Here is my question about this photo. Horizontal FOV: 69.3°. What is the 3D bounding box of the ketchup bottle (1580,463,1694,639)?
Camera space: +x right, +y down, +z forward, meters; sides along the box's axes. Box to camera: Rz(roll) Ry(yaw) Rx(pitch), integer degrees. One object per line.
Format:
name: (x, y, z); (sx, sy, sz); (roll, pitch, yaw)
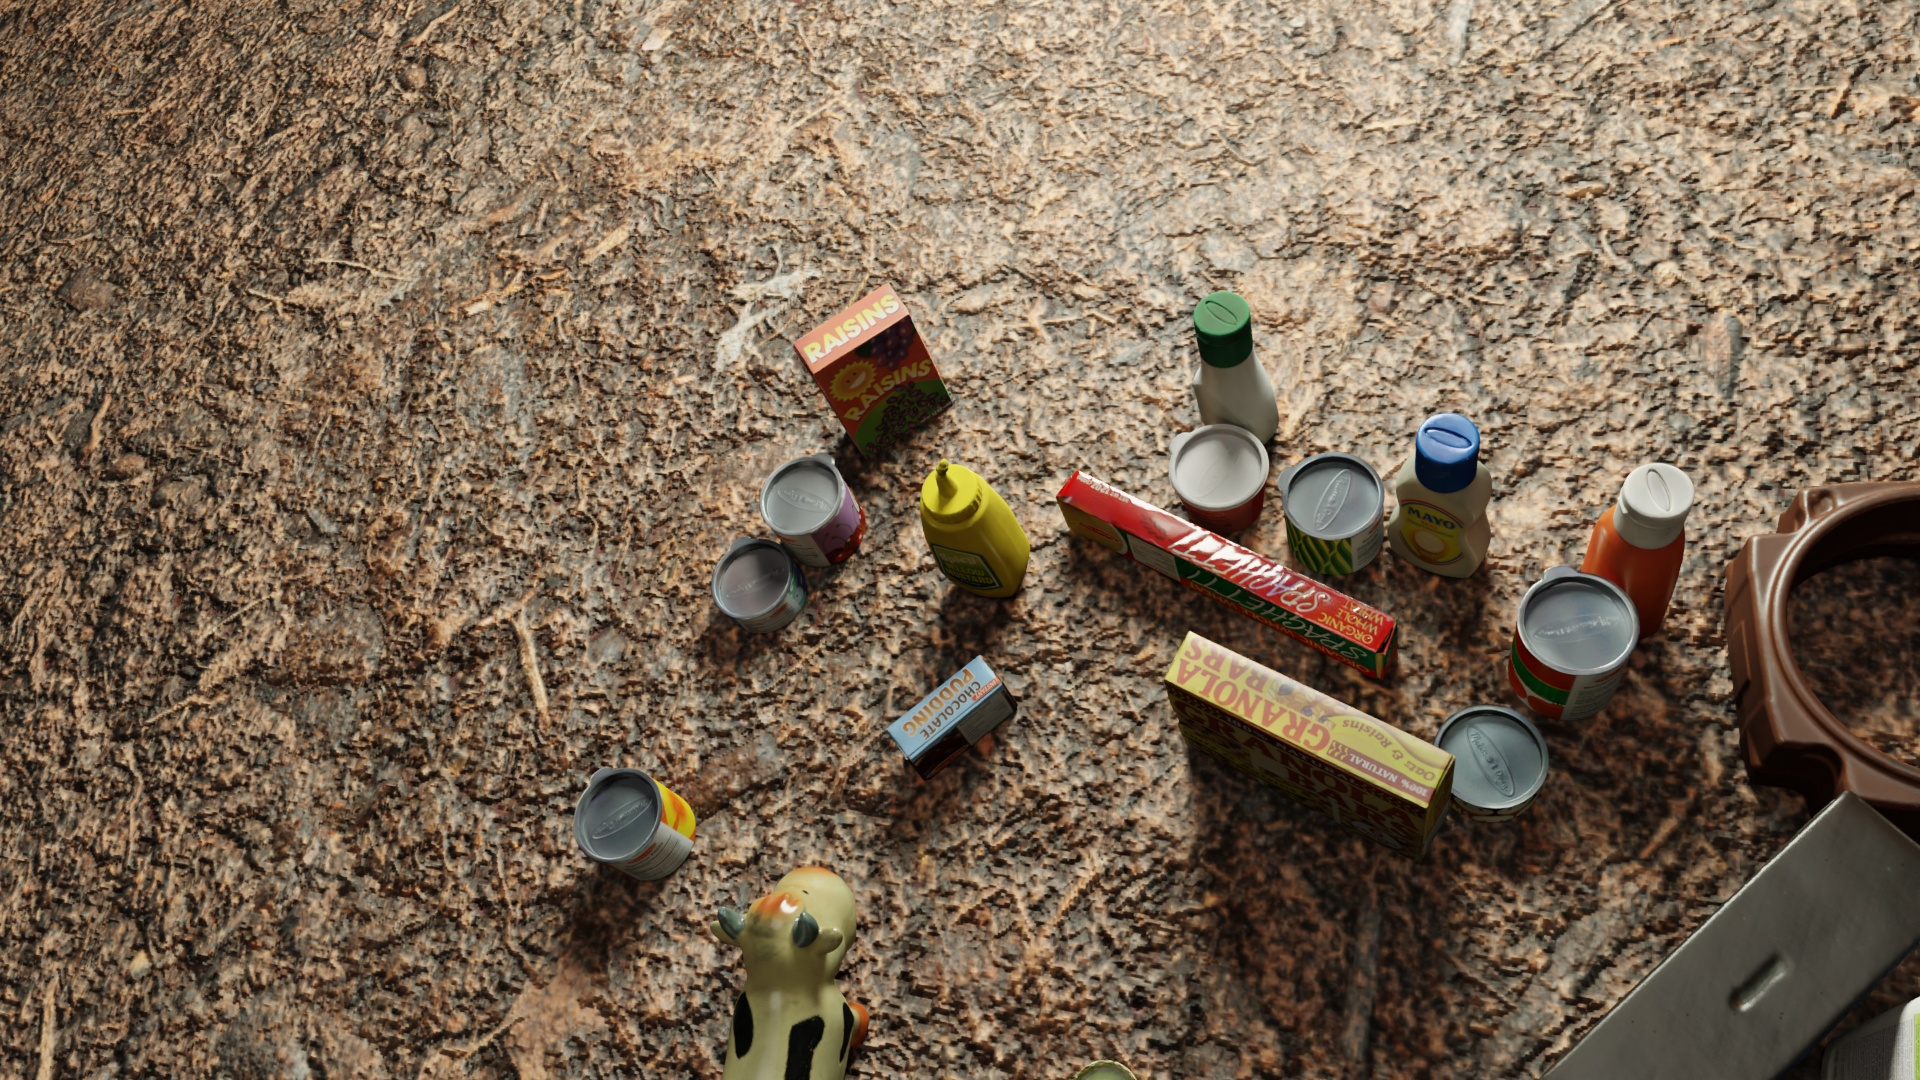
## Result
ketchup bottle: (0.404, 0.005, 0.831); (0.043, 0.148, 0.065); (-13, 61, 10)

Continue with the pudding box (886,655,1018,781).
pudding box: (-0.005, 0.122, 0.948); (0.084, 0.049, 0.030); (-39, 59, -5)

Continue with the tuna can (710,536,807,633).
tuna can: (-0.152, 0.033, 1.048); (0.071, 0.032, 0.071); (-7, 62, 13)

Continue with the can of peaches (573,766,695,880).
can of peaches: (-0.227, 0.197, 0.968); (0.071, 0.058, 0.071); (-7, 62, 13)

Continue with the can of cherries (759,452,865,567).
can of cherries: (-0.109, -0.023, 1.049); (0.071, 0.058, 0.072); (-7, 62, 13)

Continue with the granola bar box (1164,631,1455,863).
granola bar box: (0.209, 0.127, 0.839); (0.166, 0.123, 0.039); (25, 73, 26)

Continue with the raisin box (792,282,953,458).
raisin box: (-0.064, -0.127, 1.053); (0.086, 0.123, 0.040); (-32, 59, -2)

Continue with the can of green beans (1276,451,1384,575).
can of green beans: (0.253, -0.018, 0.941); (0.071, 0.057, 0.071); (-7, 62, 13)

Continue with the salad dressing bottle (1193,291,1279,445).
salad dressing bottle: (0.187, -0.114, 0.958); (0.044, 0.147, 0.064); (-42, 60, -7)

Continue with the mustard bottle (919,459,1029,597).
mustard bottle: (0.003, -0.012, 0.951); (0.065, 0.159, 0.049); (12, 68, 22)

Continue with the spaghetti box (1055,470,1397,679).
spaghetti box: (0.178, 0.021, 0.946); (0.250, 0.050, 0.029); (27, 74, 27)

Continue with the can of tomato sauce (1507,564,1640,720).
can of tomato sauce: (0.371, 0.064, 0.848); (0.071, 0.082, 0.071); (-7, 62, 13)

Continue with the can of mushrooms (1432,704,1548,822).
can of mushrooms: (0.322, 0.138, 0.853); (0.071, 0.033, 0.071); (-7, 62, 13)

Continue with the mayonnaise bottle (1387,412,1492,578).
mayonnaise bottle: (0.304, -0.028, 0.878); (0.065, 0.147, 0.041); (24, 72, 26)

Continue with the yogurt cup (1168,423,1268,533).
yogurt cup: (0.183, -0.040, 0.975); (0.072, 0.053, 0.073); (-7, 62, 13)
